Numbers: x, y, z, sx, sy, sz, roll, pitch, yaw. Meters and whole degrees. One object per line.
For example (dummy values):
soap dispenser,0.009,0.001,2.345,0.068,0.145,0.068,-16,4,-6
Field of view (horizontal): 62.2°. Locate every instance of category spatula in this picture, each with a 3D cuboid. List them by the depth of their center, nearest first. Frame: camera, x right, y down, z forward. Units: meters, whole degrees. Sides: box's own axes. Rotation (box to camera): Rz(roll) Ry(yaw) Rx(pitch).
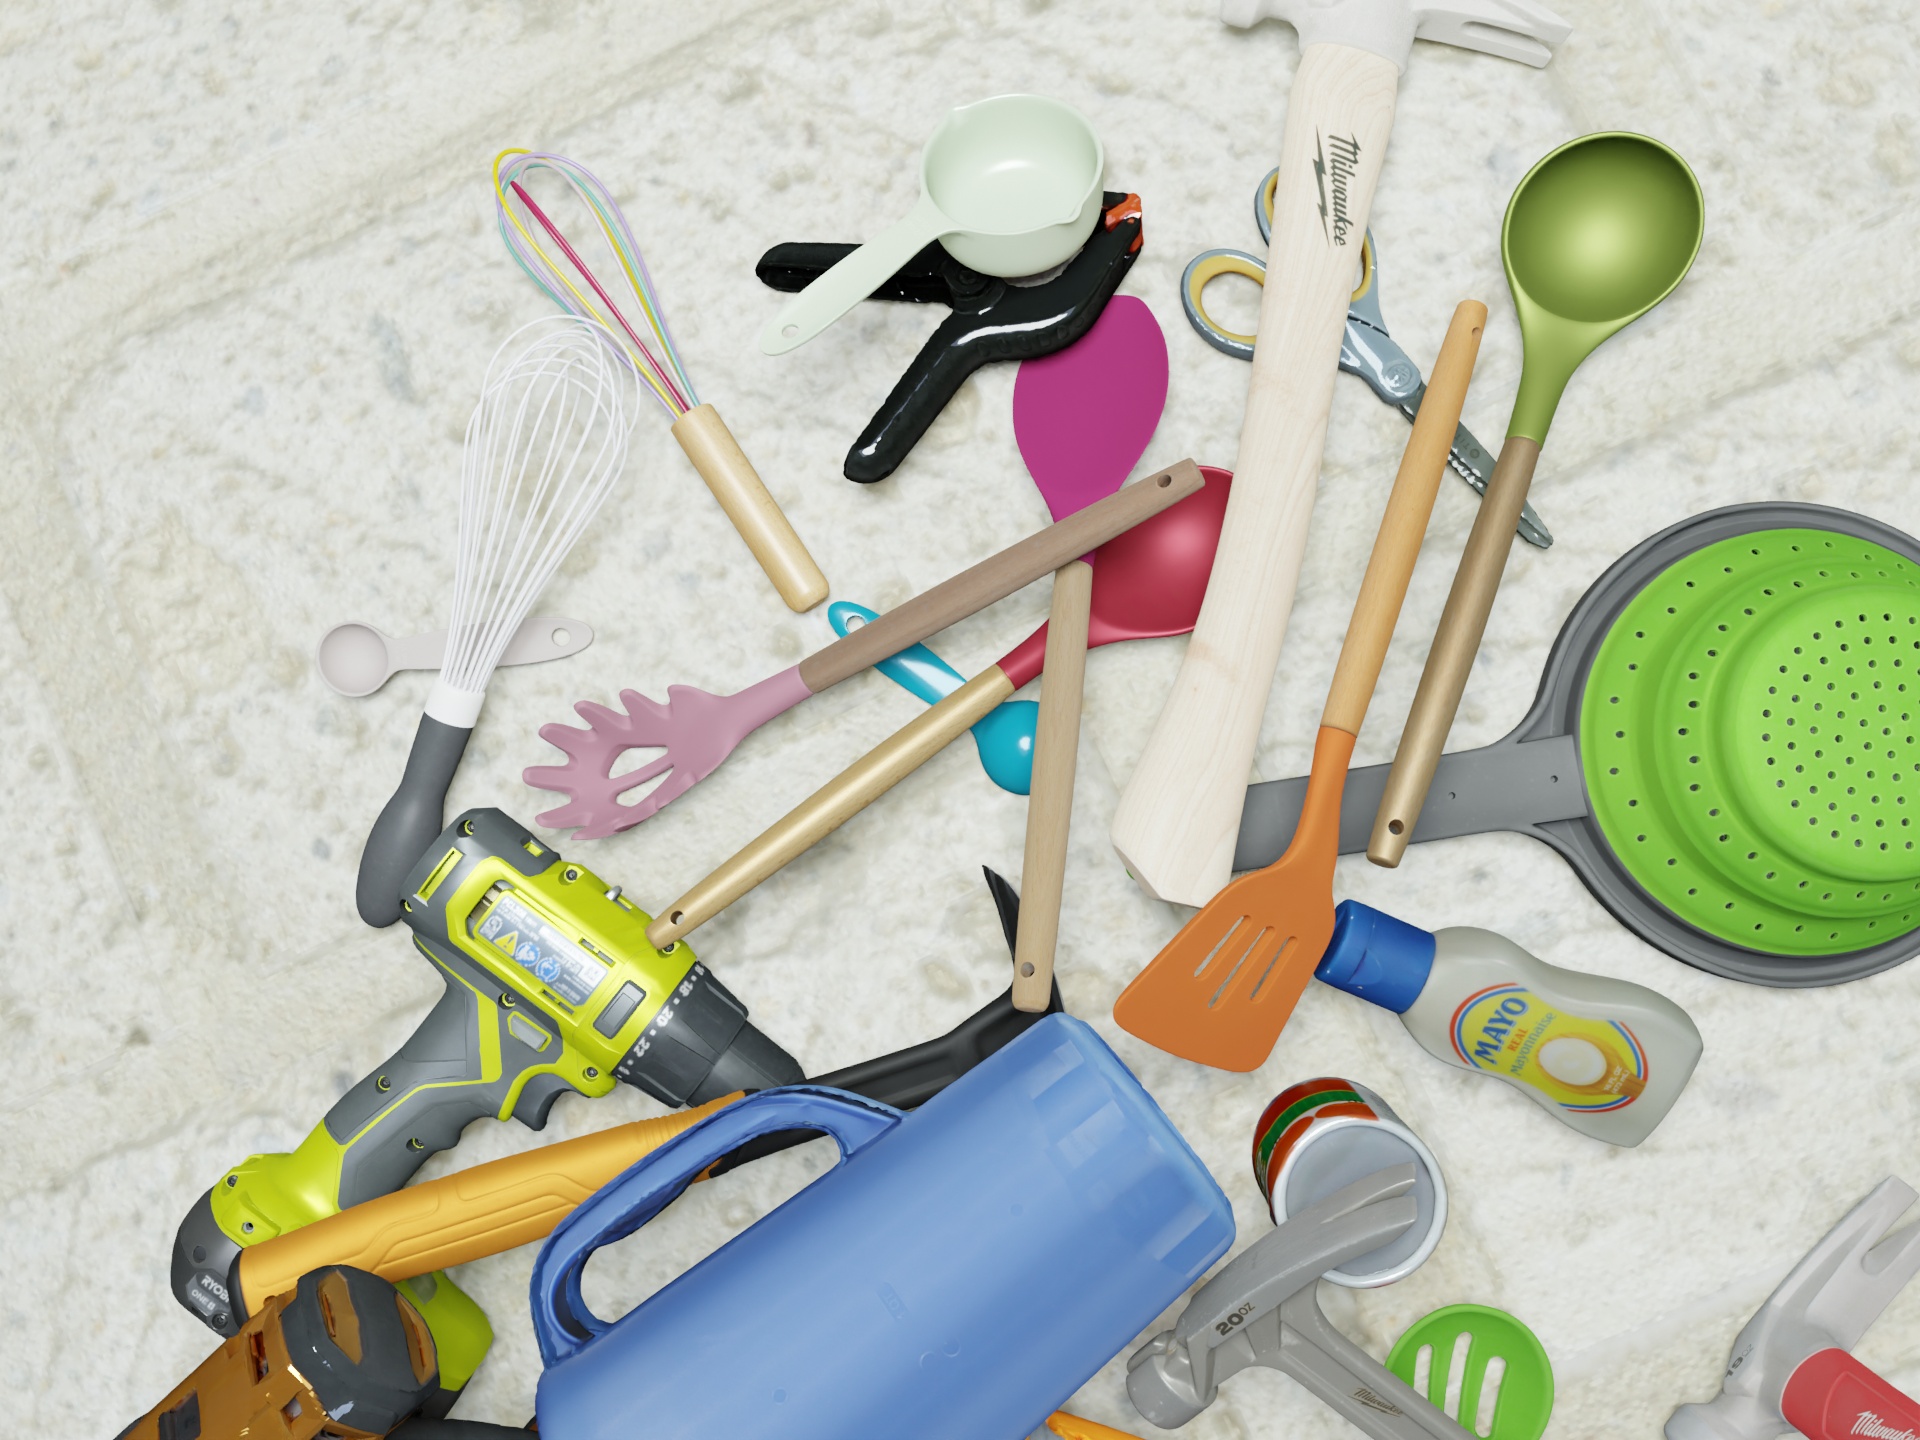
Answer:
spatula,0.149,-0.019,0.625,0.081,0.041,0.323,25,80,-30

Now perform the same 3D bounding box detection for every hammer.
hammer,0.329,0.237,0.467,0.038,0.386,0.143,41,90,6
hammer,0.243,0.312,0.601,0.359,0.037,0.149,38,119,-6
hammer,-0.116,0.164,0.631,0.337,0.034,0.127,-16,100,-12
hammer,0.143,-0.123,0.658,0.146,0.038,0.411,13,83,0

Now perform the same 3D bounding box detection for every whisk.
whisk,-0.207,-0.037,0.687,0.070,0.070,0.284,24,100,6
whisk,-0.135,-0.151,0.704,0.051,0.047,0.245,-34,88,8

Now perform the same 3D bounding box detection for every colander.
colander,0.262,0.020,0.633,0.397,0.094,0.204,-9,86,4

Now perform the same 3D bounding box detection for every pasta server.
pasta server,-0.044,-0.031,0.662,0.316,0.040,0.060,-27,72,16

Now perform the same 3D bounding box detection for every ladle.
ladle,0.220,-0.092,0.634,0.078,0.062,0.320,20,76,9
ladle,-0.001,-0.002,0.670,0.315,0.031,0.069,-36,77,-7

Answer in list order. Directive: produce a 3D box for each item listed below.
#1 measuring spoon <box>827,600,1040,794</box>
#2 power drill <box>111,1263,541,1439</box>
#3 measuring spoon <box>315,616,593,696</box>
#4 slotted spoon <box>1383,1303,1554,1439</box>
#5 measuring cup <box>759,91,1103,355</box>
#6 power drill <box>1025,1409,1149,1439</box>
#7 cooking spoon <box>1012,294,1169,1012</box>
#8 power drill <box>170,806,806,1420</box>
measuring spoon,-0.007,-0.014,0.694,0.128,0.021,0.042,35,90,4
power drill,-0.224,0.308,0.596,0.185,0.226,0.084,-42,44,1
measuring spoon,-0.228,-0.033,0.721,0.124,0.018,0.034,-6,97,-2
slotted spoon,0.185,0.391,0.652,0.070,0.031,0.314,10,89,4
measuring cup,-0.012,-0.193,0.659,0.167,0.038,0.083,-39,67,-8
power drill,0.060,0.392,0.593,0.164,0.084,0.227,27,60,-21
cooking spoon,0.044,-0.040,0.653,0.069,0.017,0.319,0,69,18
power drill,-0.194,0.177,0.672,0.190,0.080,0.228,38,88,-3
